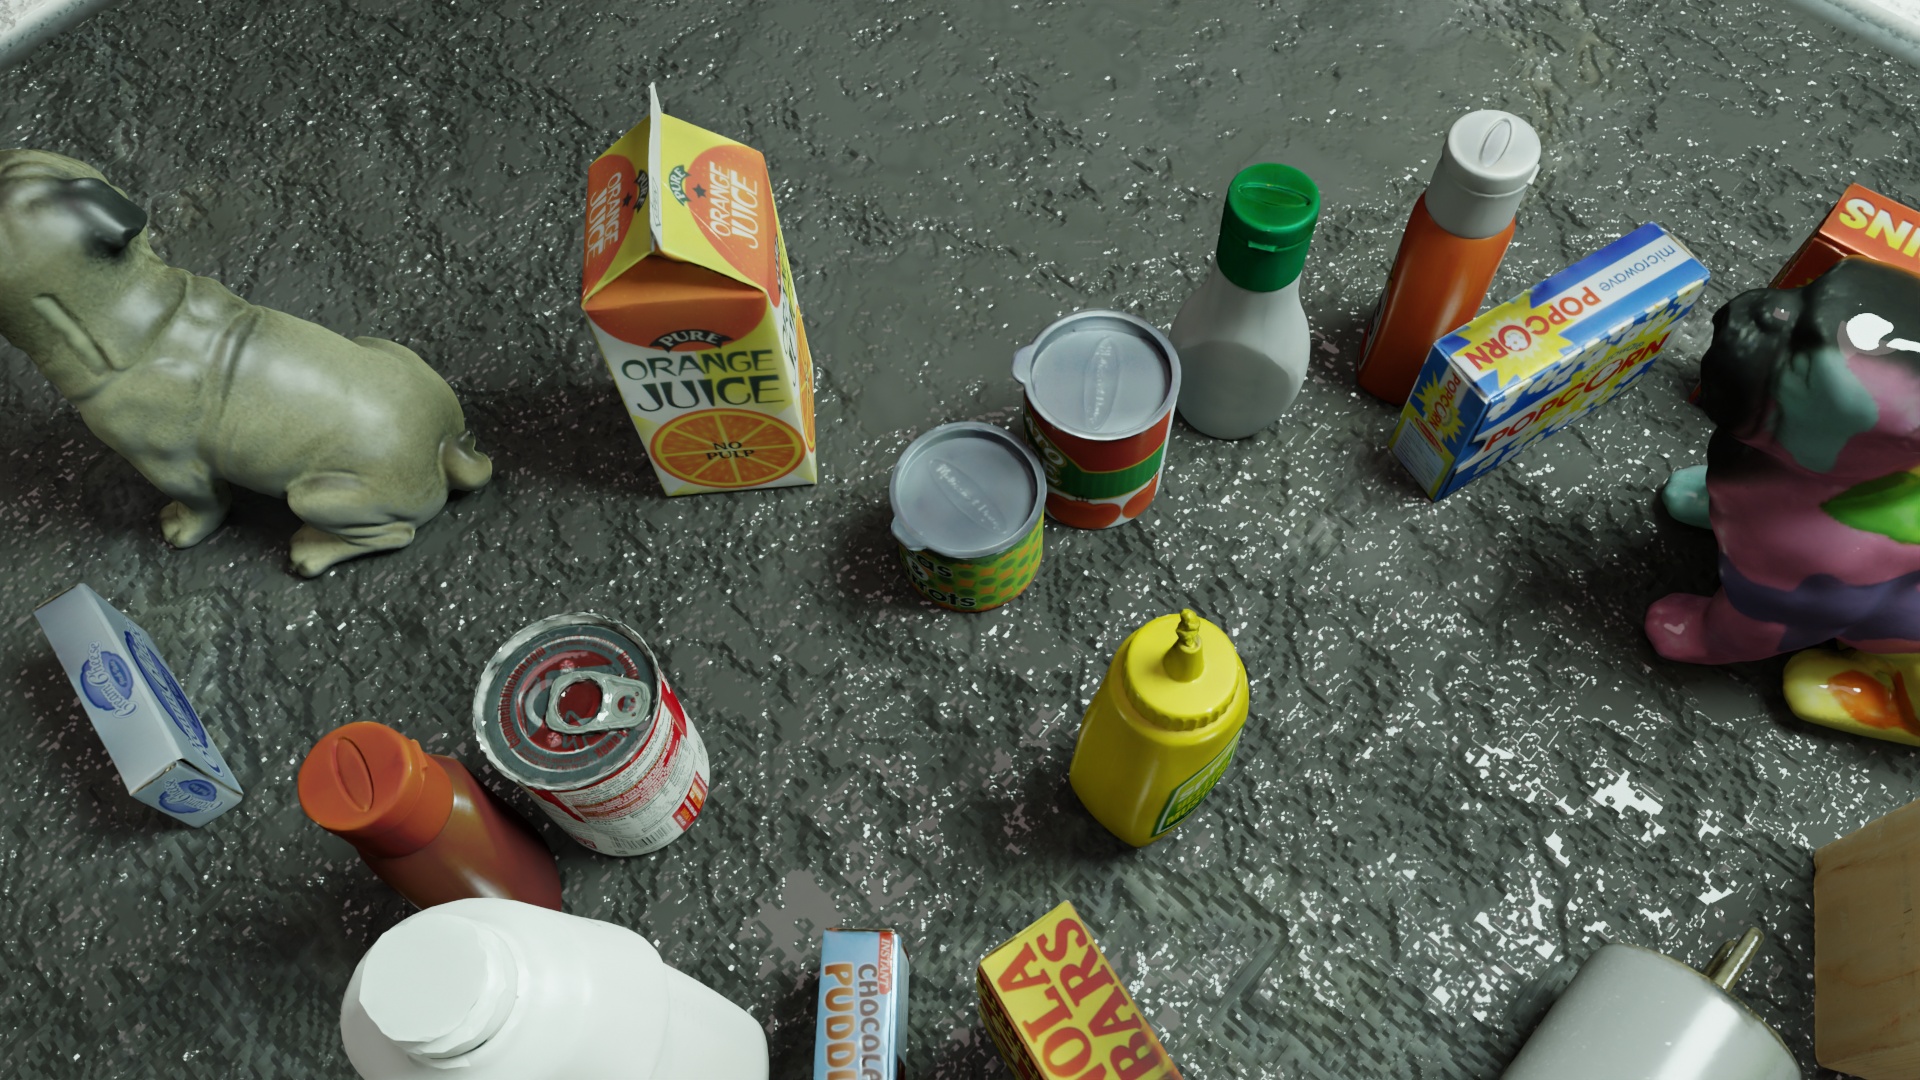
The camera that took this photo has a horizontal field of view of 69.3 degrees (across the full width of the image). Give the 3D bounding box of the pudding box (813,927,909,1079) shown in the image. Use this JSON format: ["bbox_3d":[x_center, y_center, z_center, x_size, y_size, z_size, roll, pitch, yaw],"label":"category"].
[{"bbox_3d":[-0.036,0.190,0.511,0.030,0.049,0.084,0,62,2],"label":"pudding box"}]

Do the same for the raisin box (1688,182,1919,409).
[{"bbox_3d":[0.386,-0.084,0.599,0.086,0.123,0.040,35,69,18],"label":"raisin box"}]

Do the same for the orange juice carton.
[{"bbox_3d":[-0.108,-0.097,0.584,0.073,0.191,0.072,-5,63,0],"label":"orange juice carton"}]

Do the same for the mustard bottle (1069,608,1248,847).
[{"bbox_3d":[0.075,0.065,0.511,0.065,0.159,0.049,-41,68,-17],"label":"mustard bottle"}]

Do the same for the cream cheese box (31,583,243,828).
[{"bbox_3d":[-0.345,0.069,0.583,0.024,0.053,0.104,-36,67,-15],"label":"cream cheese box"}]

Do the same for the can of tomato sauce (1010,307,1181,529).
[{"bbox_3d":[0.058,-0.051,0.616,0.071,0.082,0.071,-1,63,2],"label":"can of tomato sauce"}]

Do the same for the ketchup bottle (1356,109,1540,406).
[{"bbox_3d":[0.214,-0.123,0.611,0.043,0.148,0.065,25,66,14],"label":"ketchup bottle"}]

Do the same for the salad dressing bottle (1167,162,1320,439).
[{"bbox_3d":[0.125,-0.100,0.603,0.064,0.147,0.044,15,64,10],"label":"salad dressing bottle"}]

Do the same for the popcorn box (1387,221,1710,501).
[{"bbox_3d":[0.261,-0.079,0.622,0.127,0.085,0.038,-29,65,-12],"label":"popcorn box"}]

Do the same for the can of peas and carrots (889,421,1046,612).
[{"bbox_3d":[0.002,-0.008,0.609,0.071,0.058,0.071,-1,62,2],"label":"can of peas and carrots"}]

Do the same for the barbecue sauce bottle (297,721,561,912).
[{"bbox_3d":[-0.189,0.107,0.505,0.044,0.148,0.065,-28,65,-12],"label":"barbecue sauce bottle"}]

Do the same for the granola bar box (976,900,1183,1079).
[{"bbox_3d":[0.063,0.212,0.455,0.039,0.123,0.166,-29,65,-12],"label":"granola bar box"}]
